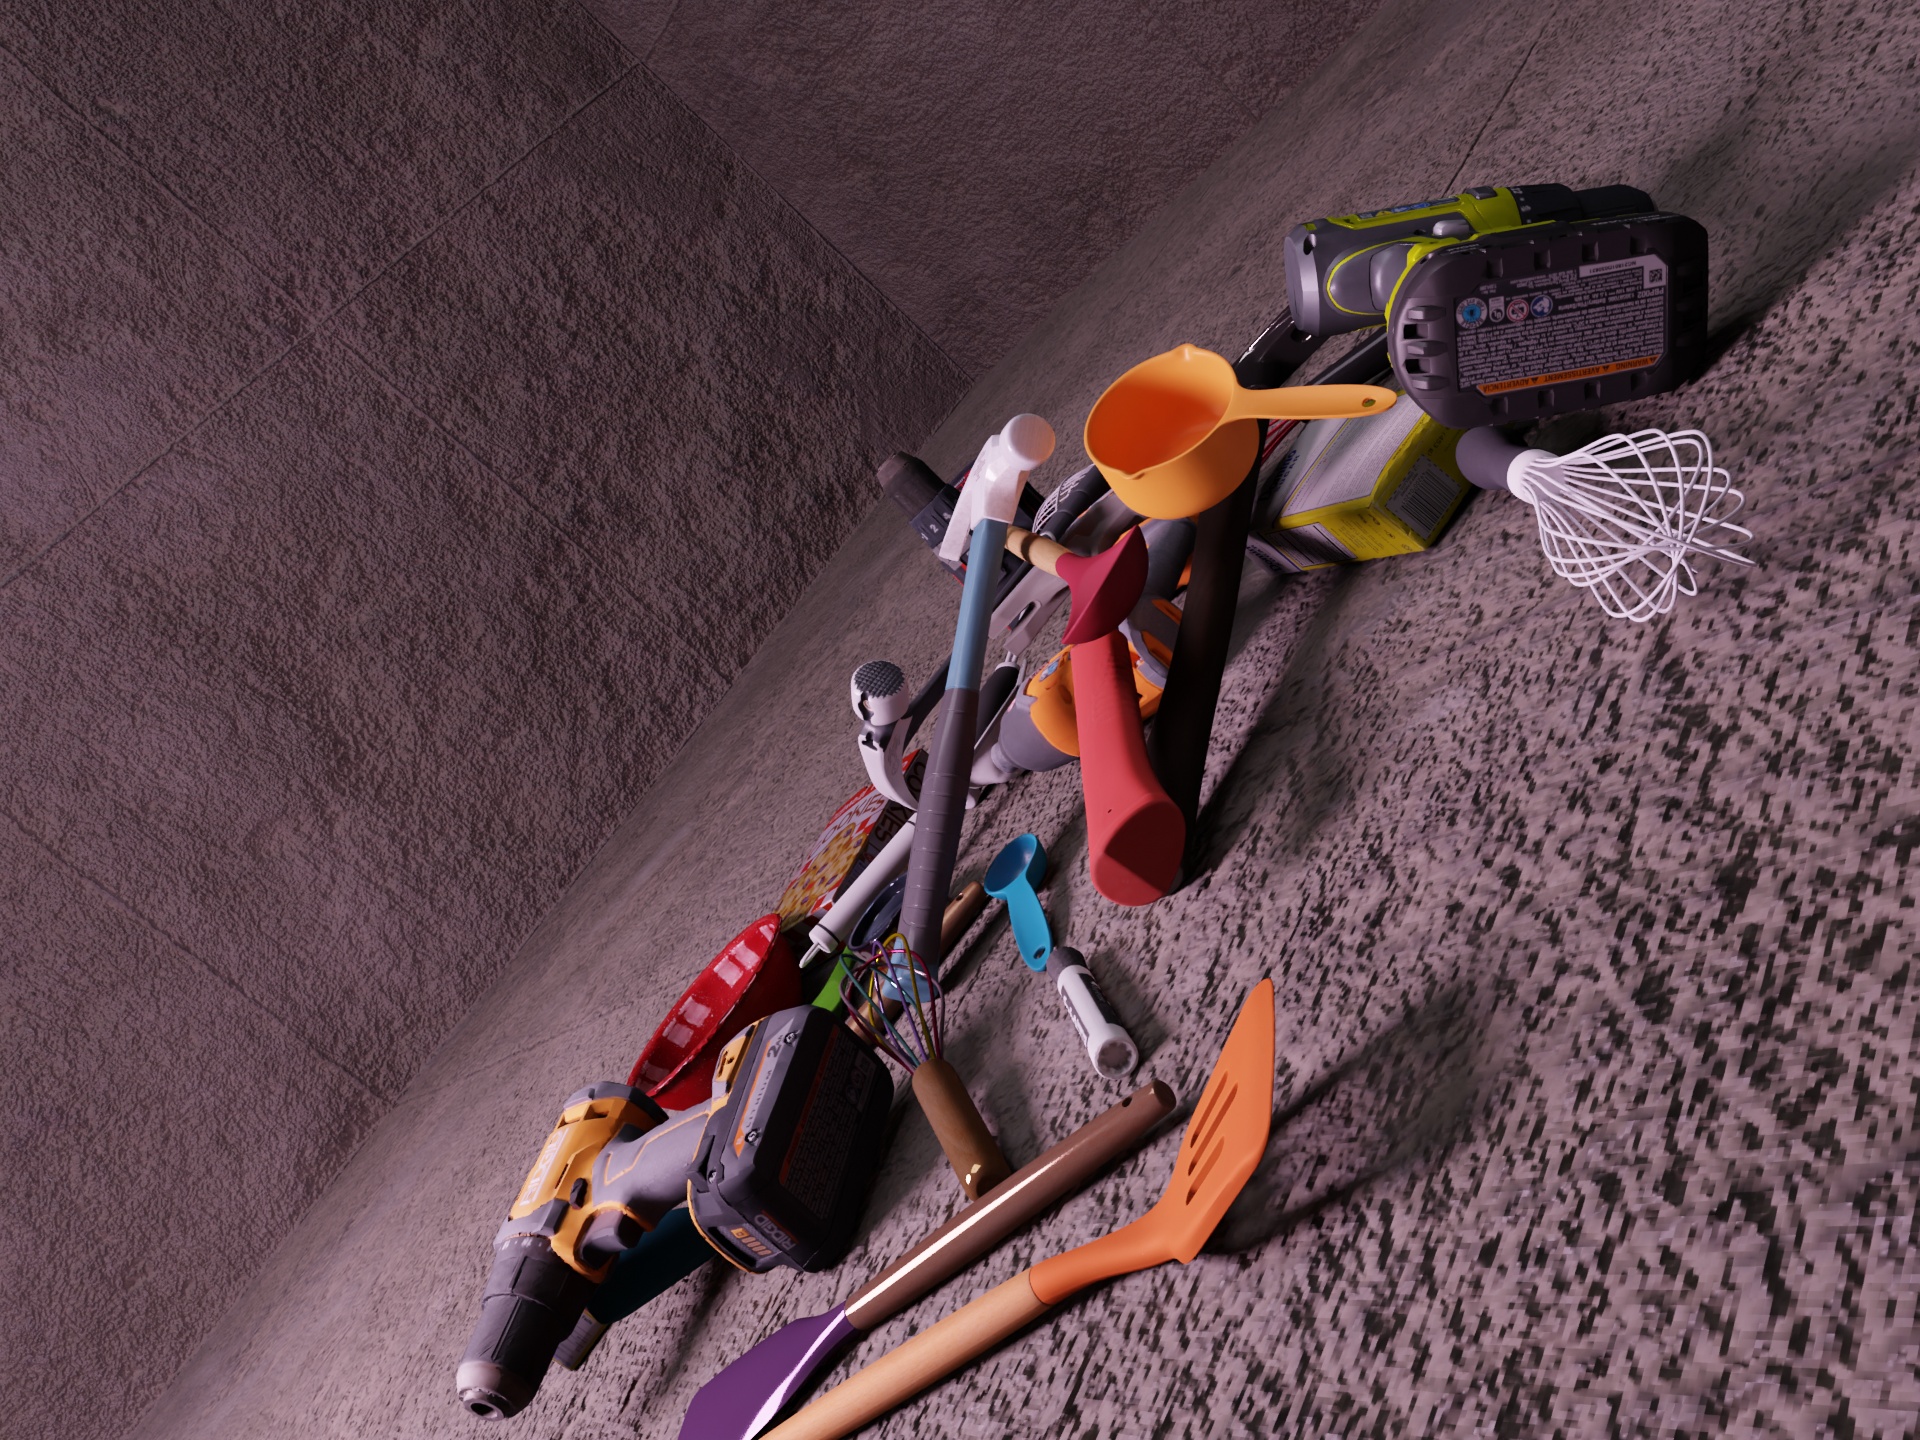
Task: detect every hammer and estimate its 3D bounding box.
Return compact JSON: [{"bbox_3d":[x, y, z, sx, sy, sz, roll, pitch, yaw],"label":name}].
[{"bbox_3d":[-0.001,-0.003,0.917,0.128,0.033,0.331,152,129,-75],"label":"hammer"},{"bbox_3d":[0.051,-0.102,1.135,0.409,0.036,0.149,-52,-25,-32],"label":"hammer"},{"bbox_3d":[0.142,-0.081,0.859,0.146,0.038,0.411,-44,20,45],"label":"hammer"},{"bbox_3d":[0.067,-0.016,0.822,0.149,0.036,0.359,-48,19,23],"label":"hammer"}]

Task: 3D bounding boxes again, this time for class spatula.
[{"bbox_3d":[-0.027,0.235,0.655,0.316,0.018,0.060,-43,16,26],"label":"spatula"},{"bbox_3d":[-0.094,0.209,0.908,0.317,0.044,0.082,-49,26,-13],"label":"spatula"},{"bbox_3d":[0.007,0.207,0.570,0.322,0.041,0.081,-42,14,29],"label":"spatula"}]

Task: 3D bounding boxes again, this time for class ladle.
[{"bbox_3d":[0.053,-0.090,0.897,0.069,0.031,0.315,-57,15,5],"label":"ladle"}]

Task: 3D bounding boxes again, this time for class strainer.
[{"bbox_3d":[-0.019,0.066,1.052,0.258,0.050,0.086,-48,-6,-17],"label":"strainer"}]

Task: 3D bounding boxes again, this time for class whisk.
[{"bbox_3d":[0.217,-0.205,1.103,0.296,0.073,0.073,-34,18,30],"label":"whisk"},{"bbox_3d":[-0.018,0.159,0.763,0.047,0.051,0.245,-44,20,-1],"label":"whisk"},{"bbox_3d":[0.247,-0.095,0.651,0.070,0.070,0.285,-45,8,14],"label":"whisk"}]

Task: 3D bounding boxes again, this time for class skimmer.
[{"bbox_3d":[0.077,-0.069,1.221,0.127,0.090,0.364,-41,23,51],"label":"skimmer"}]

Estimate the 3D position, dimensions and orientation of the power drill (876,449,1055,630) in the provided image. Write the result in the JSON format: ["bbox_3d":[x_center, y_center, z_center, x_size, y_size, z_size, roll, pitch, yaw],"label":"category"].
[{"bbox_3d":[0.013,-0.181,1.432,0.080,0.188,0.227,-43,9,18],"label":"power drill"}]

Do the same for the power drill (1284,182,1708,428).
[{"bbox_3d":[0.272,-0.218,0.779,0.190,0.080,0.229,-9,24,5],"label":"power drill"}]

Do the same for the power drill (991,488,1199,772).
[{"bbox_3d":[0.096,-0.064,1.023,0.164,0.084,0.227,-38,19,41],"label":"power drill"}]

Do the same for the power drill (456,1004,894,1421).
[{"bbox_3d":[-0.154,0.251,0.807,0.226,0.084,0.185,-26,28,32],"label":"power drill"}]

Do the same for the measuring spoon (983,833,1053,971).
[{"bbox_3d":[0.040,0.103,0.856,0.042,0.021,0.129,-45,22,12],"label":"measuring spoon"}]

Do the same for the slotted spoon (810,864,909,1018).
[{"bbox_3d":[-0.050,0.124,1.067,0.070,0.031,0.314,-35,16,47],"label":"slotted spoon"}]

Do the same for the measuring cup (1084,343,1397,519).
[{"bbox_3d":[0.151,-0.148,0.834,0.174,0.052,0.095,5,59,36],"label":"measuring cup"}]
